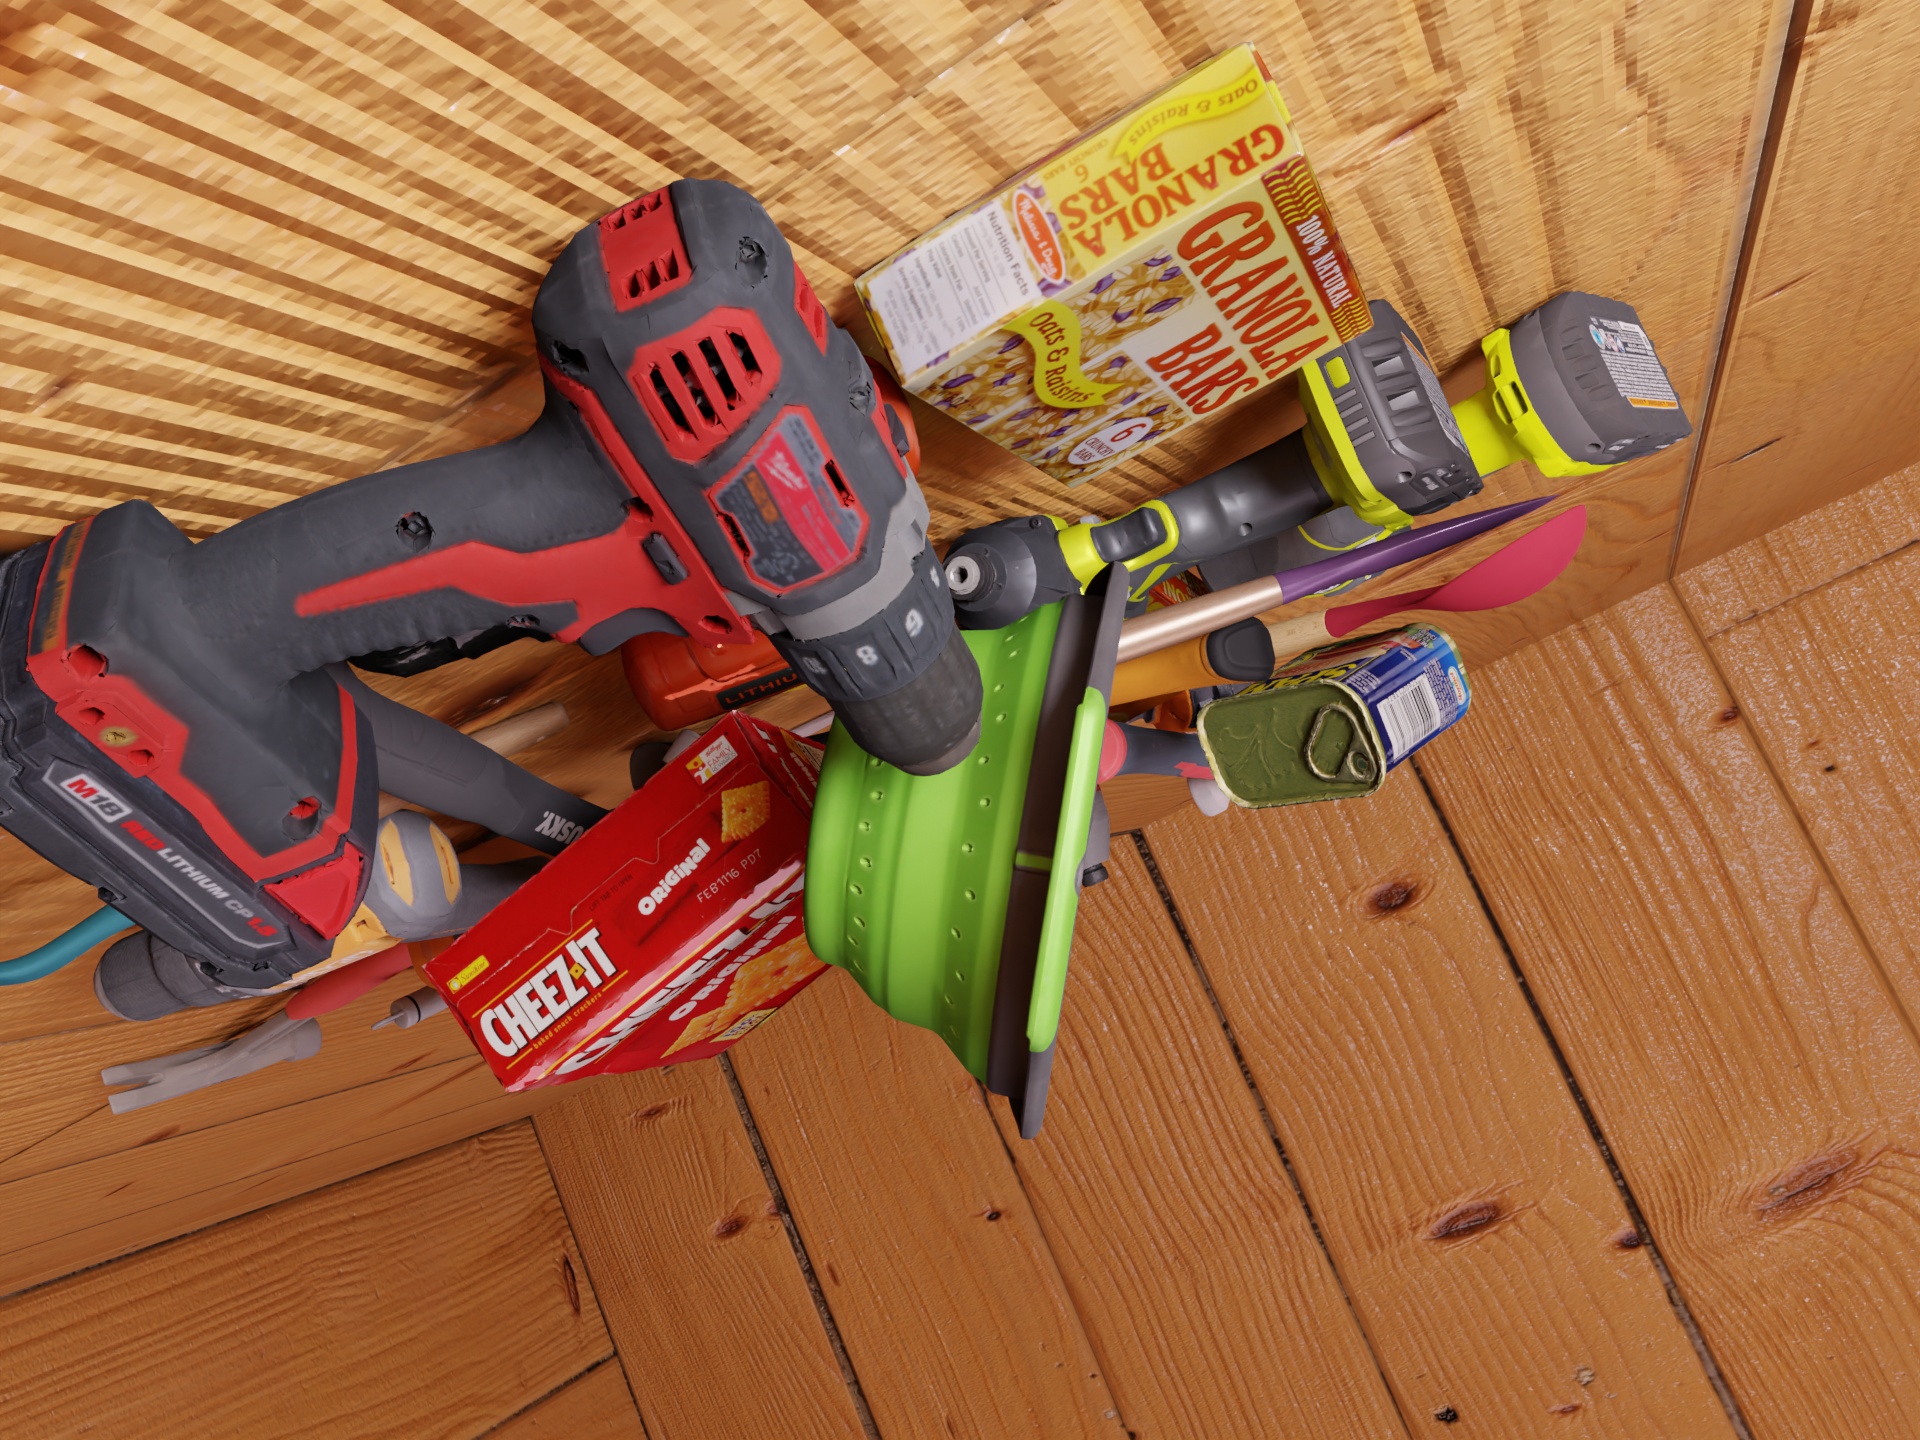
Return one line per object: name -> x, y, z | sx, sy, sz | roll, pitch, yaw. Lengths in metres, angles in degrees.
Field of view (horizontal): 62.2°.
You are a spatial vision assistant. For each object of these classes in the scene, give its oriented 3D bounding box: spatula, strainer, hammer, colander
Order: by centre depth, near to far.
hammer -> -0.192, 0.034, 0.645 | 0.146, 0.035, 0.334 | -57, 163, -6
colander -> 0.007, 0.040, 0.651 | 0.094, 0.204, 0.397 | 9, 180, 5
spatula -> -0.317, 0.053, 0.660 | 0.317, 0.044, 0.082 | -26, 171, -17
spatula -> 0.117, -0.050, 0.706 | 0.316, 0.018, 0.060 | -19, 178, -4
hammer -> -0.001, -0.003, 0.817 | 0.337, 0.034, 0.127 | -12, 176, 27
hammer -> -0.401, 0.169, 1.021 | 0.359, 0.037, 0.149 | -30, 168, 33
hammer -> 0.166, 0.016, 1.030 | 0.143, 0.038, 0.386 | -29, 166, 20
strainer -> -0.290, 0.153, 1.081 | 0.087, 0.050, 0.258 | -26, 180, 38

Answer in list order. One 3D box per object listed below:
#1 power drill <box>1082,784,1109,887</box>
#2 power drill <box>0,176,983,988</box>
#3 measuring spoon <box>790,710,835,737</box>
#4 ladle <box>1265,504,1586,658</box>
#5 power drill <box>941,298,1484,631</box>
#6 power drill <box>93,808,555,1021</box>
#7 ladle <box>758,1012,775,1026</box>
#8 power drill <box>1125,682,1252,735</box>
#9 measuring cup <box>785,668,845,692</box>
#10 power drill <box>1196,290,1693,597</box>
power drill -> 0.014, 0.089, 1.247 | 0.219, 0.143, 0.078 | -27, 172, 29
power drill -> -0.111, -0.016, 0.420 | 0.226, 0.080, 0.187 | -25, 136, 4
measuring spoon -> -0.077, 0.006, 0.957 | 0.124, 0.018, 0.034 | -25, 170, 11
ladle -> 0.159, -0.042, 0.771 | 0.069, 0.031, 0.315 | -21, -178, -41
power drill -> 0.105, -0.093, 0.707 | 0.223, 0.080, 0.171 | -25, 171, 23
power drill -> -0.293, 0.103, 0.804 | 0.185, 0.084, 0.226 | -22, 168, 16
ladle -> -0.050, 0.115, 1.041 | 0.078, 0.062, 0.320 | -11, -172, 41
power drill -> 0.076, -0.006, 1.077 | 0.226, 0.084, 0.164 | -19, 168, -4
measuring cup -> -0.042, -0.033, 0.700 | 0.156, 0.029, 0.062 | -2, 165, -18
power drill -> 0.258, -0.132, 0.852 | 0.228, 0.080, 0.190 | -29, 169, 39
